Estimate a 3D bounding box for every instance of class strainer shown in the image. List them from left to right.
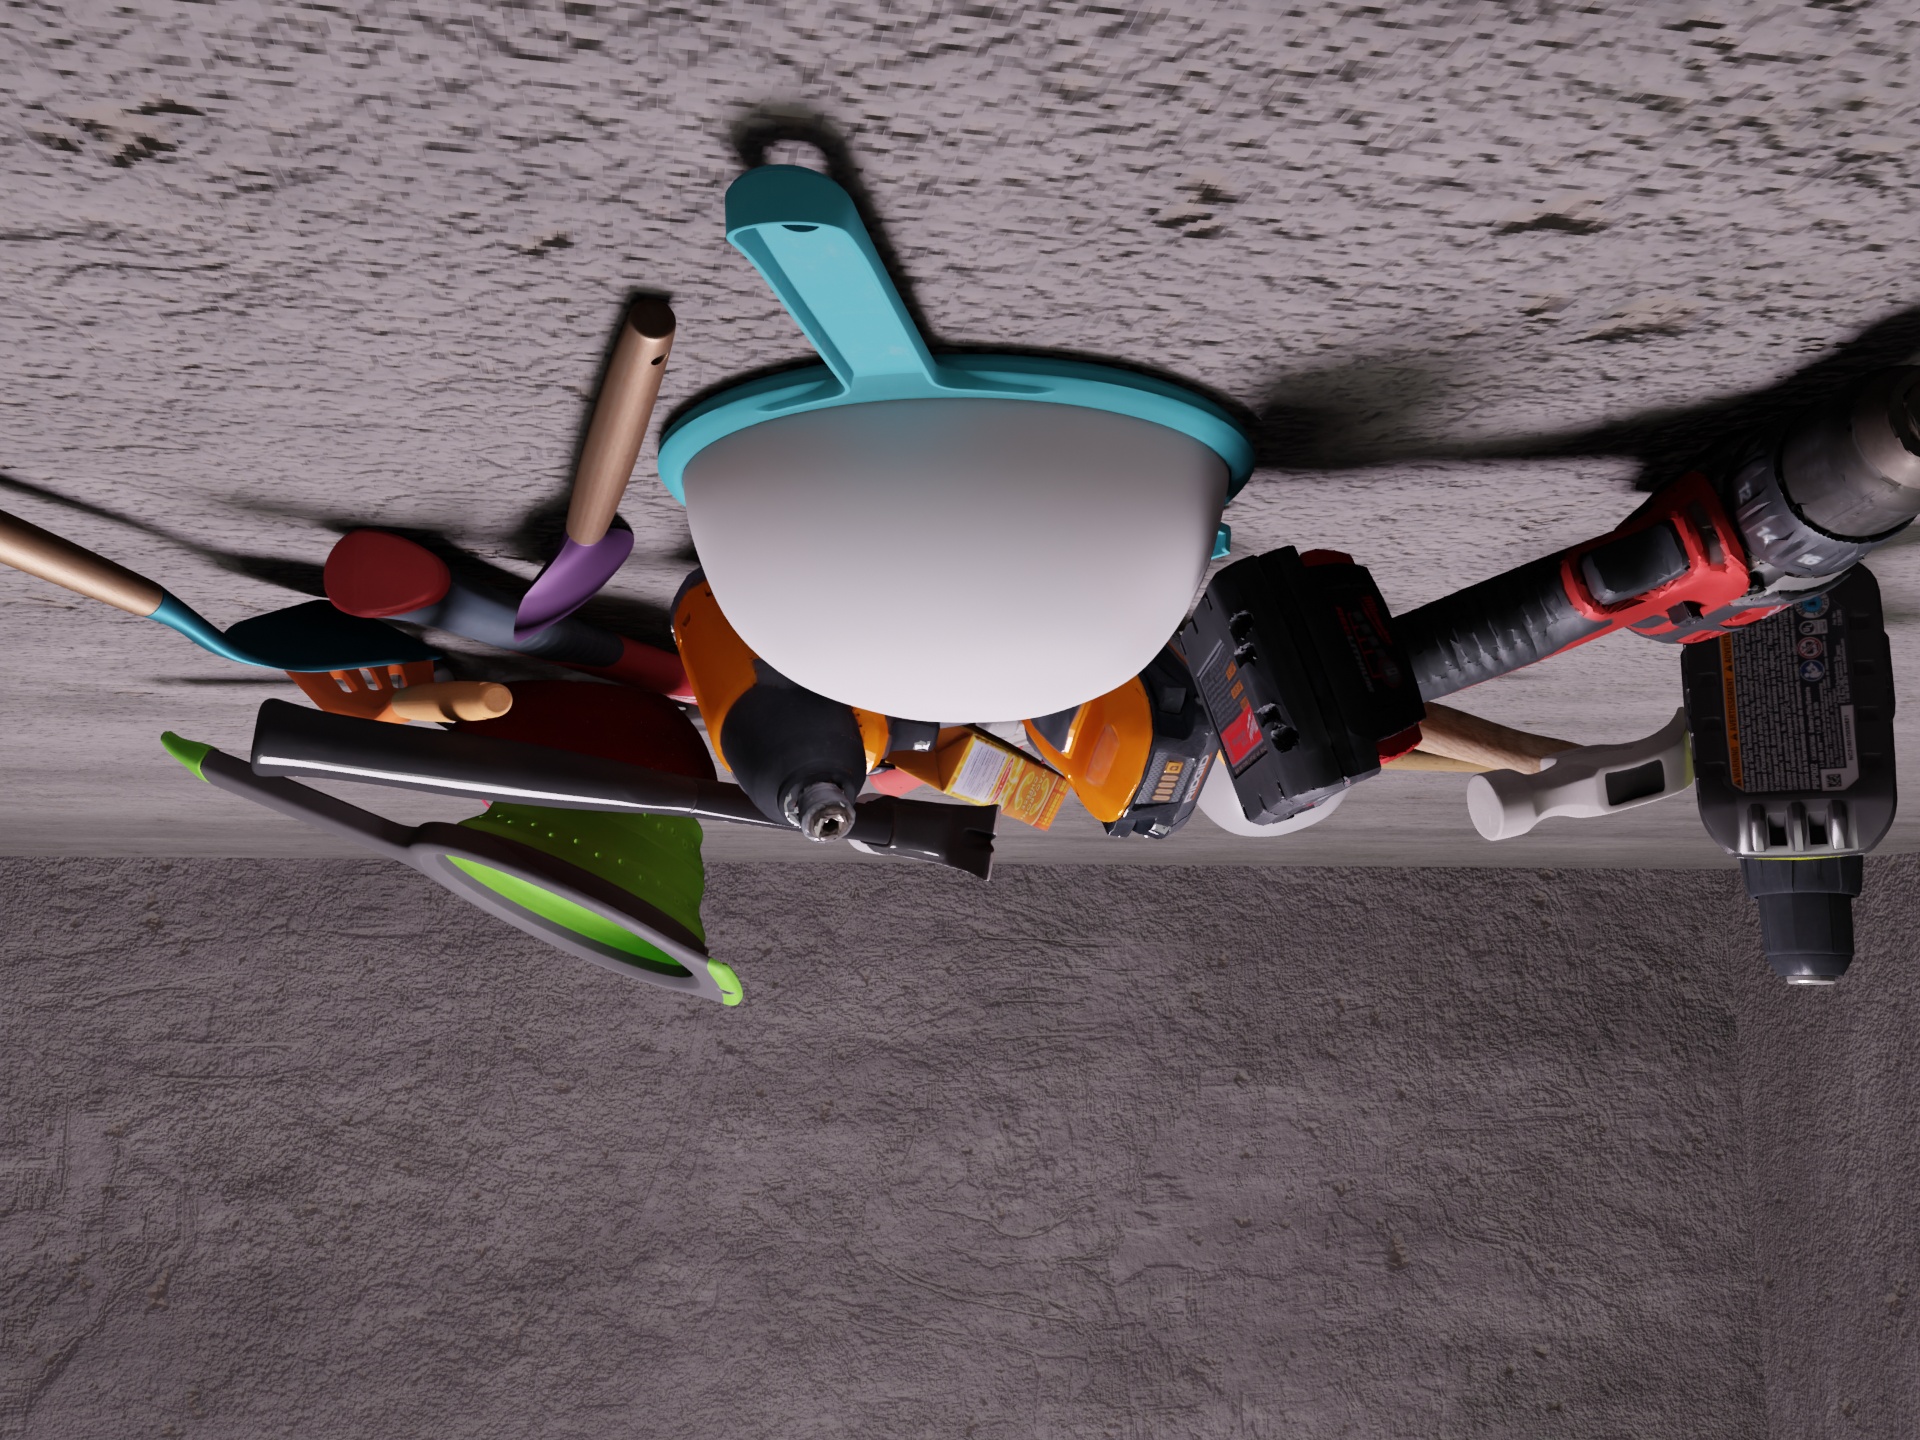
[{"bbox_3d":[-0.012,-0.057,0.502,0.211,0.095,0.340,-2,173,9],"label":"strainer"},{"bbox_3d":[0.204,0.036,1.080,0.151,0.069,0.256,-23,163,23],"label":"strainer"}]

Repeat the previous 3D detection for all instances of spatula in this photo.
[{"bbox_3d":[-0.338,-0.067,0.629,0.082,0.044,0.317,24,174,24],"label":"spatula"},{"bbox_3d":[-0.260,-0.018,0.756,0.081,0.041,0.323,-6,-177,-29],"label":"spatula"},{"bbox_3d":[-0.131,-0.079,0.576,0.060,0.018,0.316,-36,-178,-21],"label":"spatula"}]

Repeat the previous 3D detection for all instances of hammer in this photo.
[{"bbox_3d":[-0.202,-0.034,0.837,0.143,0.038,0.386,-2,171,19],"label":"hammer"},{"bbox_3d":[-0.135,0.032,0.704,0.334,0.035,0.146,11,176,-32],"label":"hammer"},{"bbox_3d":[0.021,0.022,1.221,0.149,0.037,0.359,3,170,-22],"label":"hammer"},{"bbox_3d":[0.268,0.007,0.855,0.130,0.031,0.331,-11,-171,-8],"label":"hammer"}]

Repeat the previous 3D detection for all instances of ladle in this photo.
[{"bbox_3d":[0.201,0.018,0.970,0.315,0.031,0.069,3,174,-14],"label":"ladle"}]

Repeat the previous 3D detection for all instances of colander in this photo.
[{"bbox_3d":[-0.303,0.056,0.997,0.397,0.094,0.204,21,159,5],"label":"colander"}]

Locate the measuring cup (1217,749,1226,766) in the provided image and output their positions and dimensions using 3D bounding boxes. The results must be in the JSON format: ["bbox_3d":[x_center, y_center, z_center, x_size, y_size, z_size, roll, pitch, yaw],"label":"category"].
[{"bbox_3d":[0.204,-0.024,0.837,0.173,0.095,0.052,-16,176,-31],"label":"measuring cup"}]

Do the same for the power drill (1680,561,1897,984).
[{"bbox_3d":[0.401,0.026,0.767,0.080,0.191,0.228,-5,166,28],"label":"power drill"}]

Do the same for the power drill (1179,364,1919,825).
[{"bbox_3d":[0.198,-0.044,0.526,0.226,0.080,0.188,-19,171,-2],"label":"power drill"}]

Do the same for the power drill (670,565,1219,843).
[{"bbox_3d":[-0.001,-0.002,0.691,0.226,0.084,0.164,3,-147,-24],"label":"power drill"}]

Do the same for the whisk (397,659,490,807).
[{"bbox_3d":[-0.320,0.006,1.044,0.073,0.073,0.295,0,166,-3],"label":"whisk"}]
